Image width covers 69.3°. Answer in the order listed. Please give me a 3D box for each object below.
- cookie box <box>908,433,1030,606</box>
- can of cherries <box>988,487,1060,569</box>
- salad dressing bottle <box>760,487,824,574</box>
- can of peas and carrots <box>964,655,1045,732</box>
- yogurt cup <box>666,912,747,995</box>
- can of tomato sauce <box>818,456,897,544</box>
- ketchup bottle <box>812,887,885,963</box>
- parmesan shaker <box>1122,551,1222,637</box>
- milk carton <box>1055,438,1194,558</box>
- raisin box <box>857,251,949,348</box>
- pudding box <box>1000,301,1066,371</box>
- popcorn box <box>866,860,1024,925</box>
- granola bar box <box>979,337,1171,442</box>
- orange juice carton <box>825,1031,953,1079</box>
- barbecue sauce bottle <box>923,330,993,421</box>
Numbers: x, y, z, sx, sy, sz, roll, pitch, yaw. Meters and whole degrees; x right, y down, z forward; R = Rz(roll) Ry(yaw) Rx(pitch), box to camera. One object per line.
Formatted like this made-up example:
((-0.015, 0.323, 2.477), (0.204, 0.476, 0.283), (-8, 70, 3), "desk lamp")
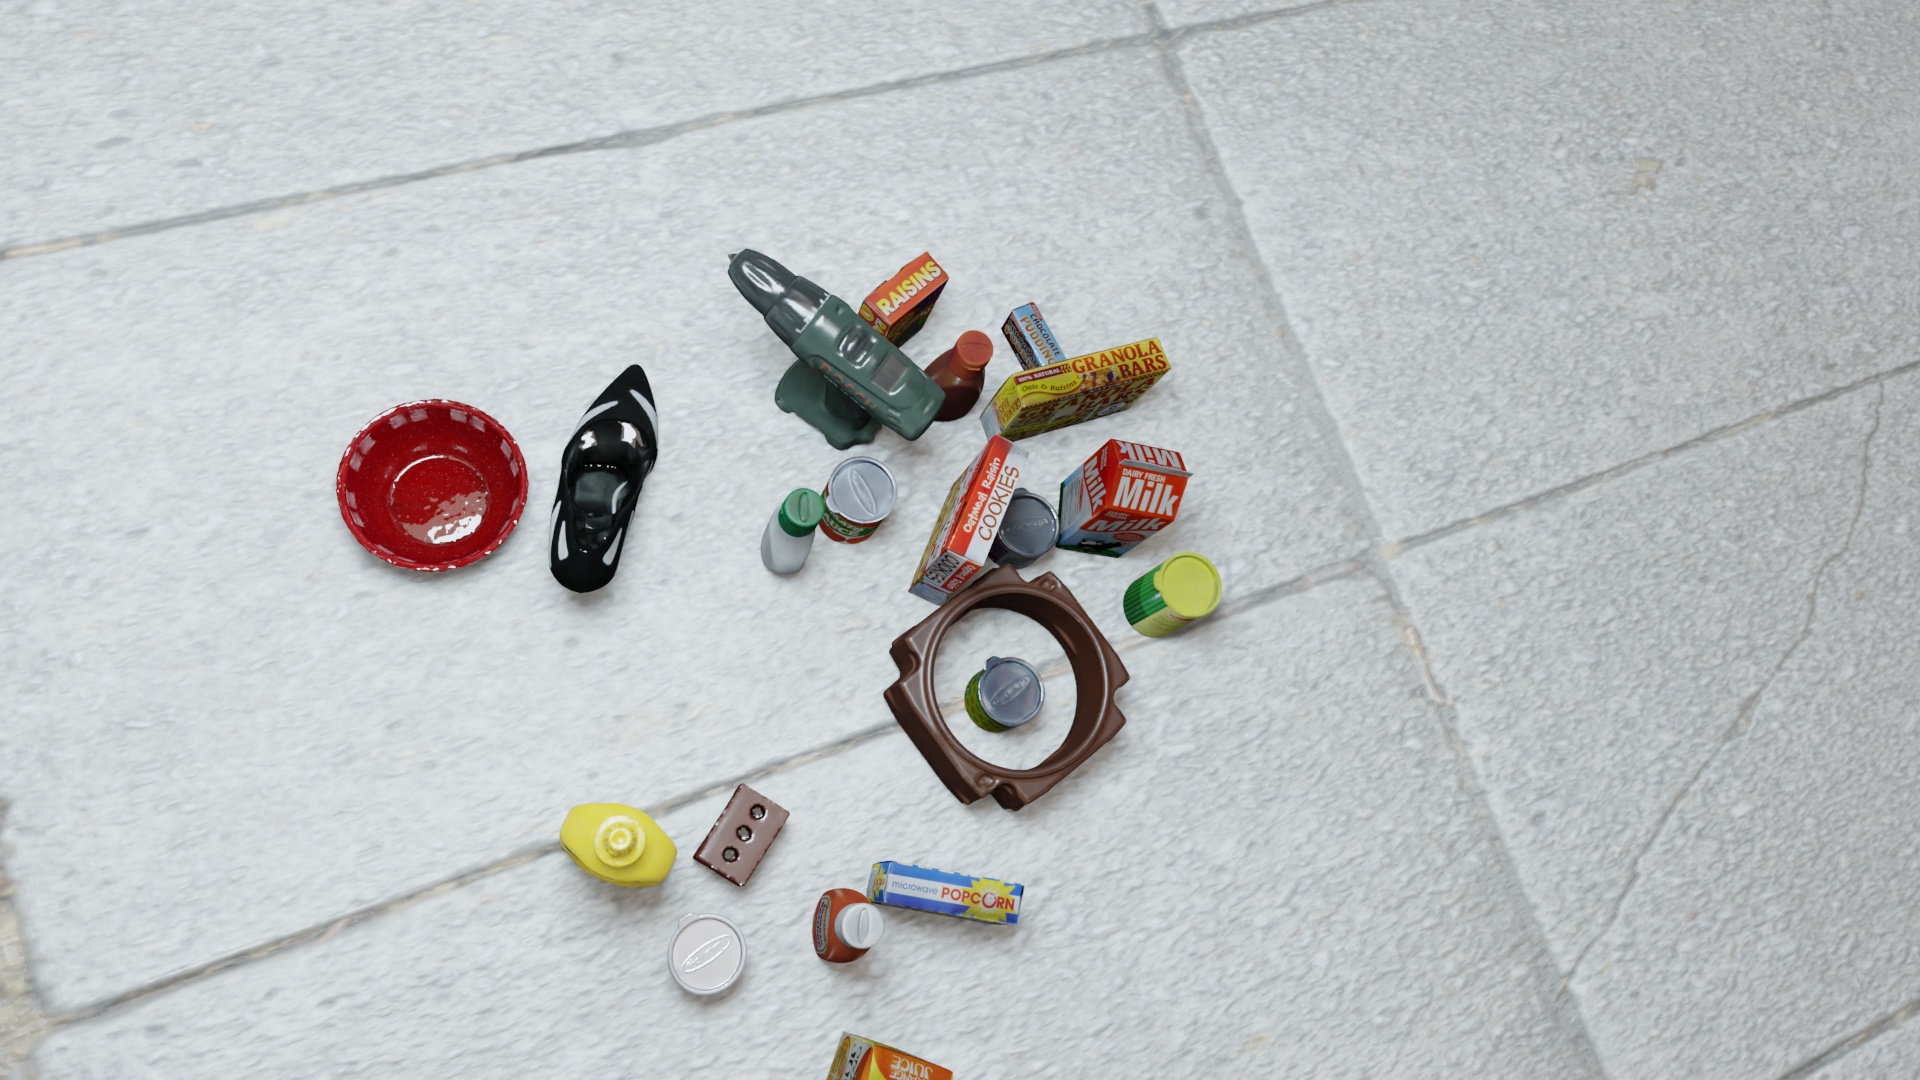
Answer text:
((0.005, -0.017, 1.322), (0.040, 0.167, 0.123), (25, 70, -7), "cookie box")
((0.059, -0.011, 1.394), (0.071, 0.058, 0.071), (4, 74, -14), "can of cherries")
((-0.155, -0.010, 1.288), (0.044, 0.147, 0.064), (4, 74, -14), "salad dressing bottle")
((0.040, 0.148, 1.343), (0.071, 0.058, 0.071), (4, 74, -14), "can of peas and carrots")
((-0.223, 0.361, 1.213), (0.072, 0.053, 0.072), (4, 74, -14), "yogurt cup")
((-0.103, -0.036, 1.344), (0.071, 0.083, 0.071), (4, 74, -14), "can of tomato sauce")
((-0.097, 0.334, 1.204), (0.043, 0.148, 0.065), (7, 73, -13), "ketchup bottle")
((0.208, 0.055, 1.391), (0.071, 0.102, 0.071), (4, 74, -14), "parmesan shaker")
((0.158, -0.044, 1.359), (0.072, 0.190, 0.073), (10, 73, -12), "milk carton")
((-0.066, -0.227, 1.388), (0.086, 0.123, 0.040), (-42, 88, -21), "raisin box")
((0.079, -0.203, 1.459), (0.030, 0.049, 0.084), (-25, 82, -20), "pudding box")
((-0.016, 0.321, 1.264), (0.127, 0.085, 0.038), (13, 72, -11), "popcorn box")
((0.114, -0.151, 1.414), (0.166, 0.124, 0.039), (-16, 80, -19), "granola bar box")
((-0.062, 0.461, 1.154), (0.072, 0.192, 0.073), (22, 70, -8), "orange juice carton")
((-0.004, -0.162, 1.372), (0.065, 0.148, 0.044), (2, 74, -14), "barbecue sauce bottle")
